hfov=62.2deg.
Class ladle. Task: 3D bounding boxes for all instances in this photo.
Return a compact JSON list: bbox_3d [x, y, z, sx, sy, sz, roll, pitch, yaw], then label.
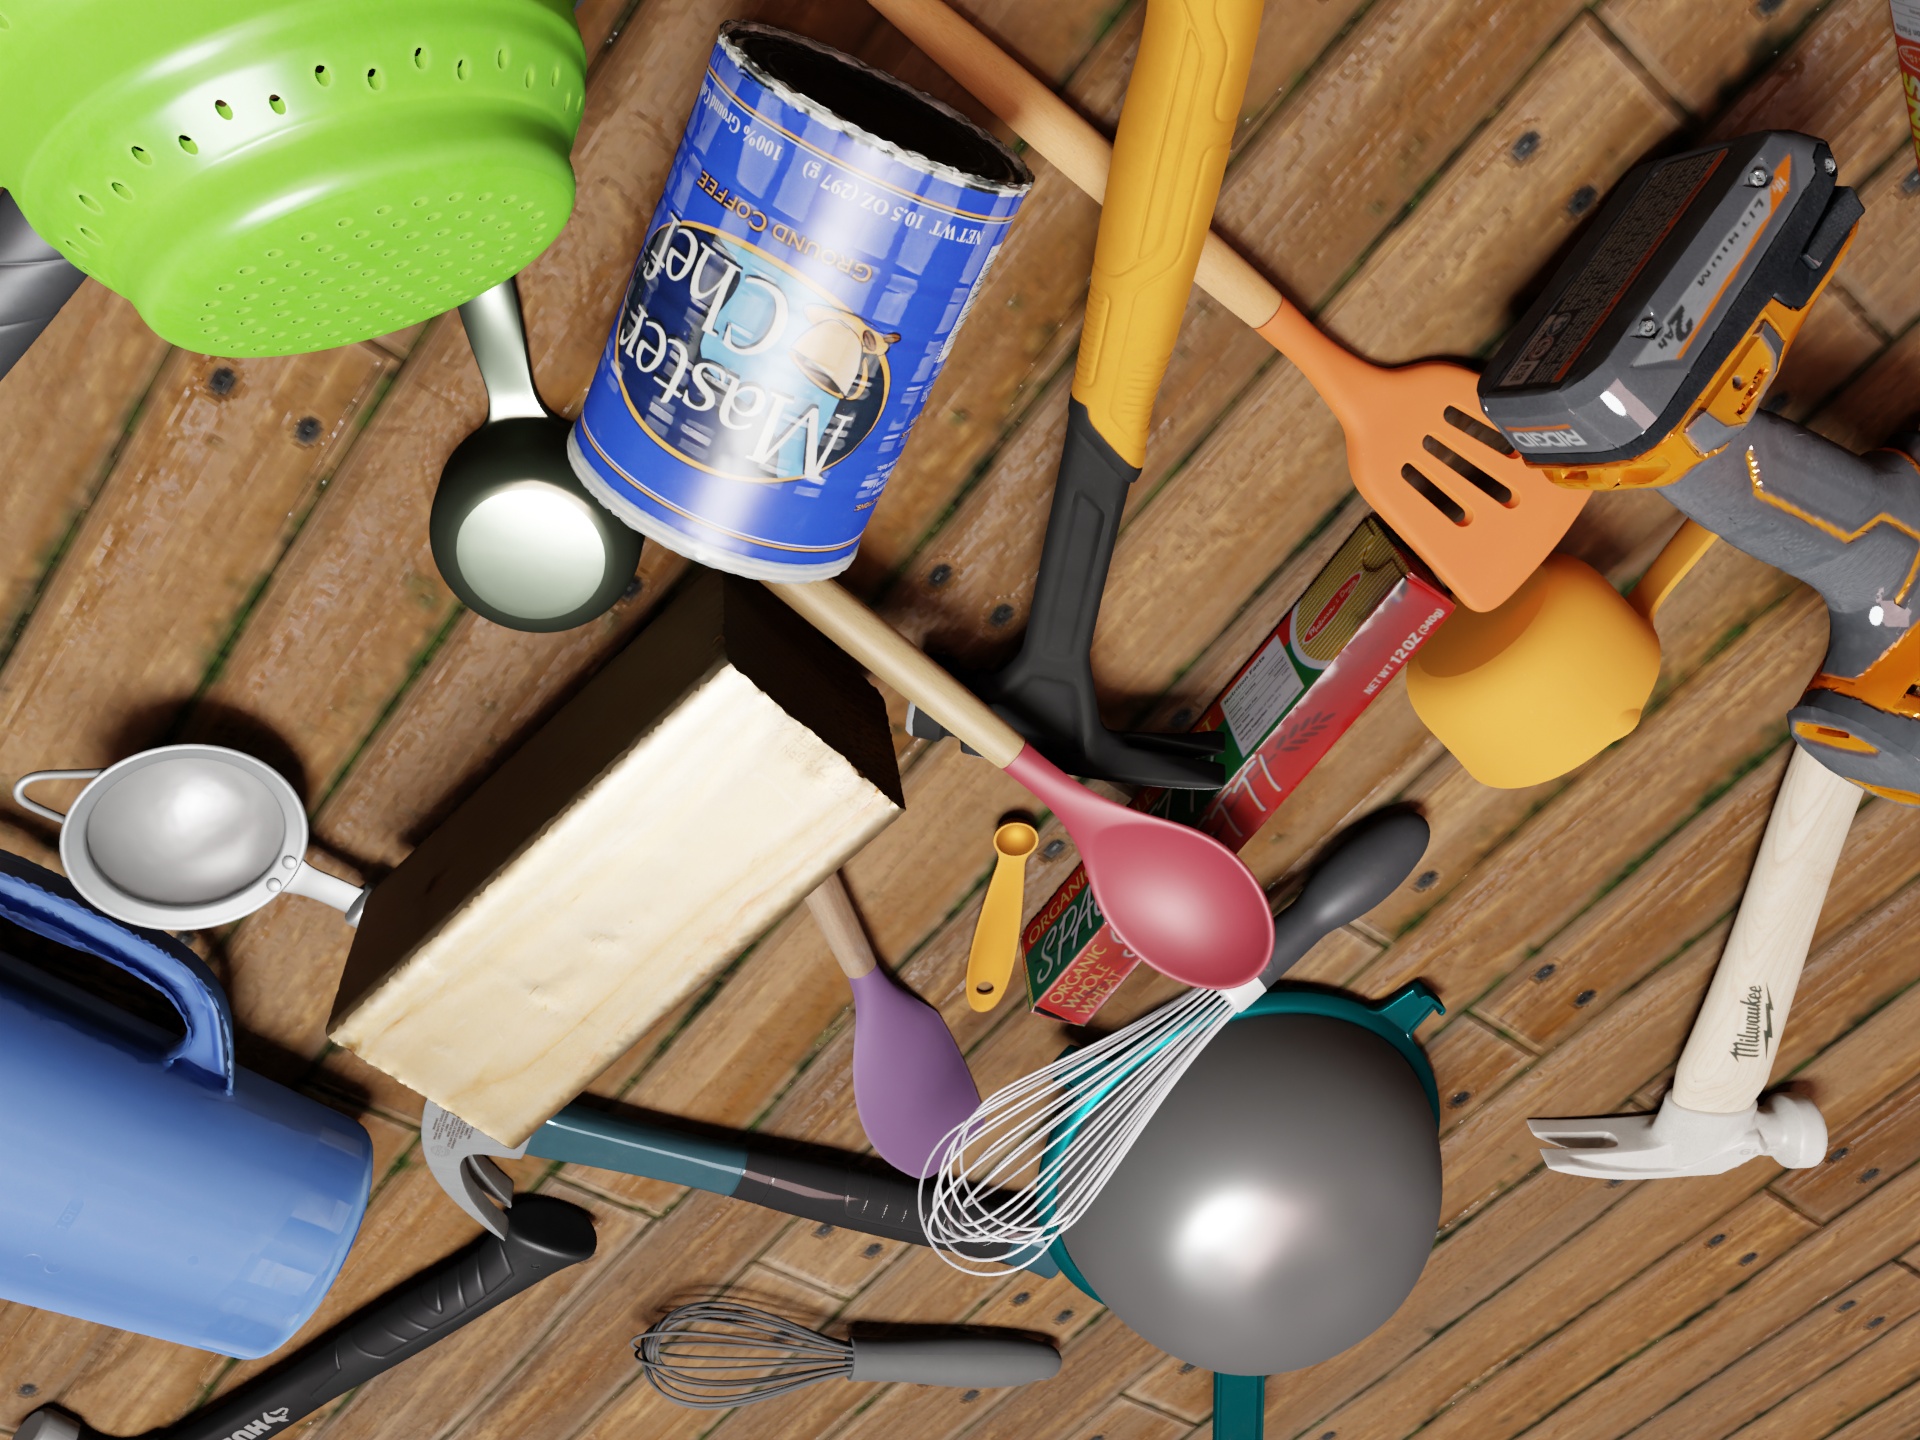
[{"bbox_3d":[-0.001,-0.002,0.595,0.315,0.031,0.069,39,128,-15],"label":"ladle"}]

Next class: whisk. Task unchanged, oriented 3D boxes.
[{"bbox_3d":[0.097,0.136,0.693,0.284,0.070,0.070,-40,121,-2],"label":"whisk"},{"bbox_3d":[-0.057,0.339,0.850,0.239,0.055,0.055,8,122,-17],"label":"whisk"}]

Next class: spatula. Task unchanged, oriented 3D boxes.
[{"bbox_3d":[-0.054,0.091,0.694,0.060,0.018,0.315,-36,125,-23],"label":"spatula"},{"bbox_3d":[0.092,-0.154,0.542,0.322,0.041,0.081,32,98,-23],"label":"spatula"}]

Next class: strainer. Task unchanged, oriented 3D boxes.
[{"bbox_3d":[-0.252,0.073,0.653,0.258,0.050,0.087,34,103,-31],"label":"strainer"},{"bbox_3d":[0.152,0.296,0.787,0.211,0.095,0.340,-8,116,-9],"label":"strainer"}]

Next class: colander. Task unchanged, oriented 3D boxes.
[{"bbox_3d":[-0.089,-0.185,0.394,0.397,0.204,0.094,-23,93,2],"label":"colander"}]

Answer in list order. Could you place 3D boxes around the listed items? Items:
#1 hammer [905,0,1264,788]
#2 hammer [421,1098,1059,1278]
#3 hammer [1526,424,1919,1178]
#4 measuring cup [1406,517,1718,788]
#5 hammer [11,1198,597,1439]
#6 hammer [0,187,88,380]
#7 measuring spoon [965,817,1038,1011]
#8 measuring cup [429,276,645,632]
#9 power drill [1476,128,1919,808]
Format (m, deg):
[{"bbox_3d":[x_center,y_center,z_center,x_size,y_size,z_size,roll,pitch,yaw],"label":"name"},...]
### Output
[{"bbox_3d":[0.061,-0.115,0.532,0.127,0.034,0.336,11,129,3],"label":"hammer"},{"bbox_3d":[-0.095,0.221,0.772,0.330,0.033,0.128,19,118,-18],"label":"hammer"},{"bbox_3d":[0.372,0.058,0.719,0.146,0.038,0.410,-1,123,-4],"label":"hammer"},{"bbox_3d":[0.243,-0.055,0.613,0.052,0.095,0.173,39,92,-18],"label":"measuring cup"},{"bbox_3d":[-0.322,0.339,0.823,0.335,0.035,0.146,-33,120,14],"label":"hammer"},{"bbox_3d":[-0.386,-0.058,0.533,0.409,0.036,0.149,-42,131,14],"label":"hammer"},{"bbox_3d":[0.017,0.088,0.713,0.021,0.011,0.116,5,126,-6],"label":"measuring spoon"},{"bbox_3d":[-0.156,-0.103,0.546,0.083,0.038,0.167,-7,126,-2],"label":"measuring cup"},{"bbox_3d":[0.309,-0.096,0.552,0.226,0.084,0.164,37,88,-16],"label":"power drill"}]
